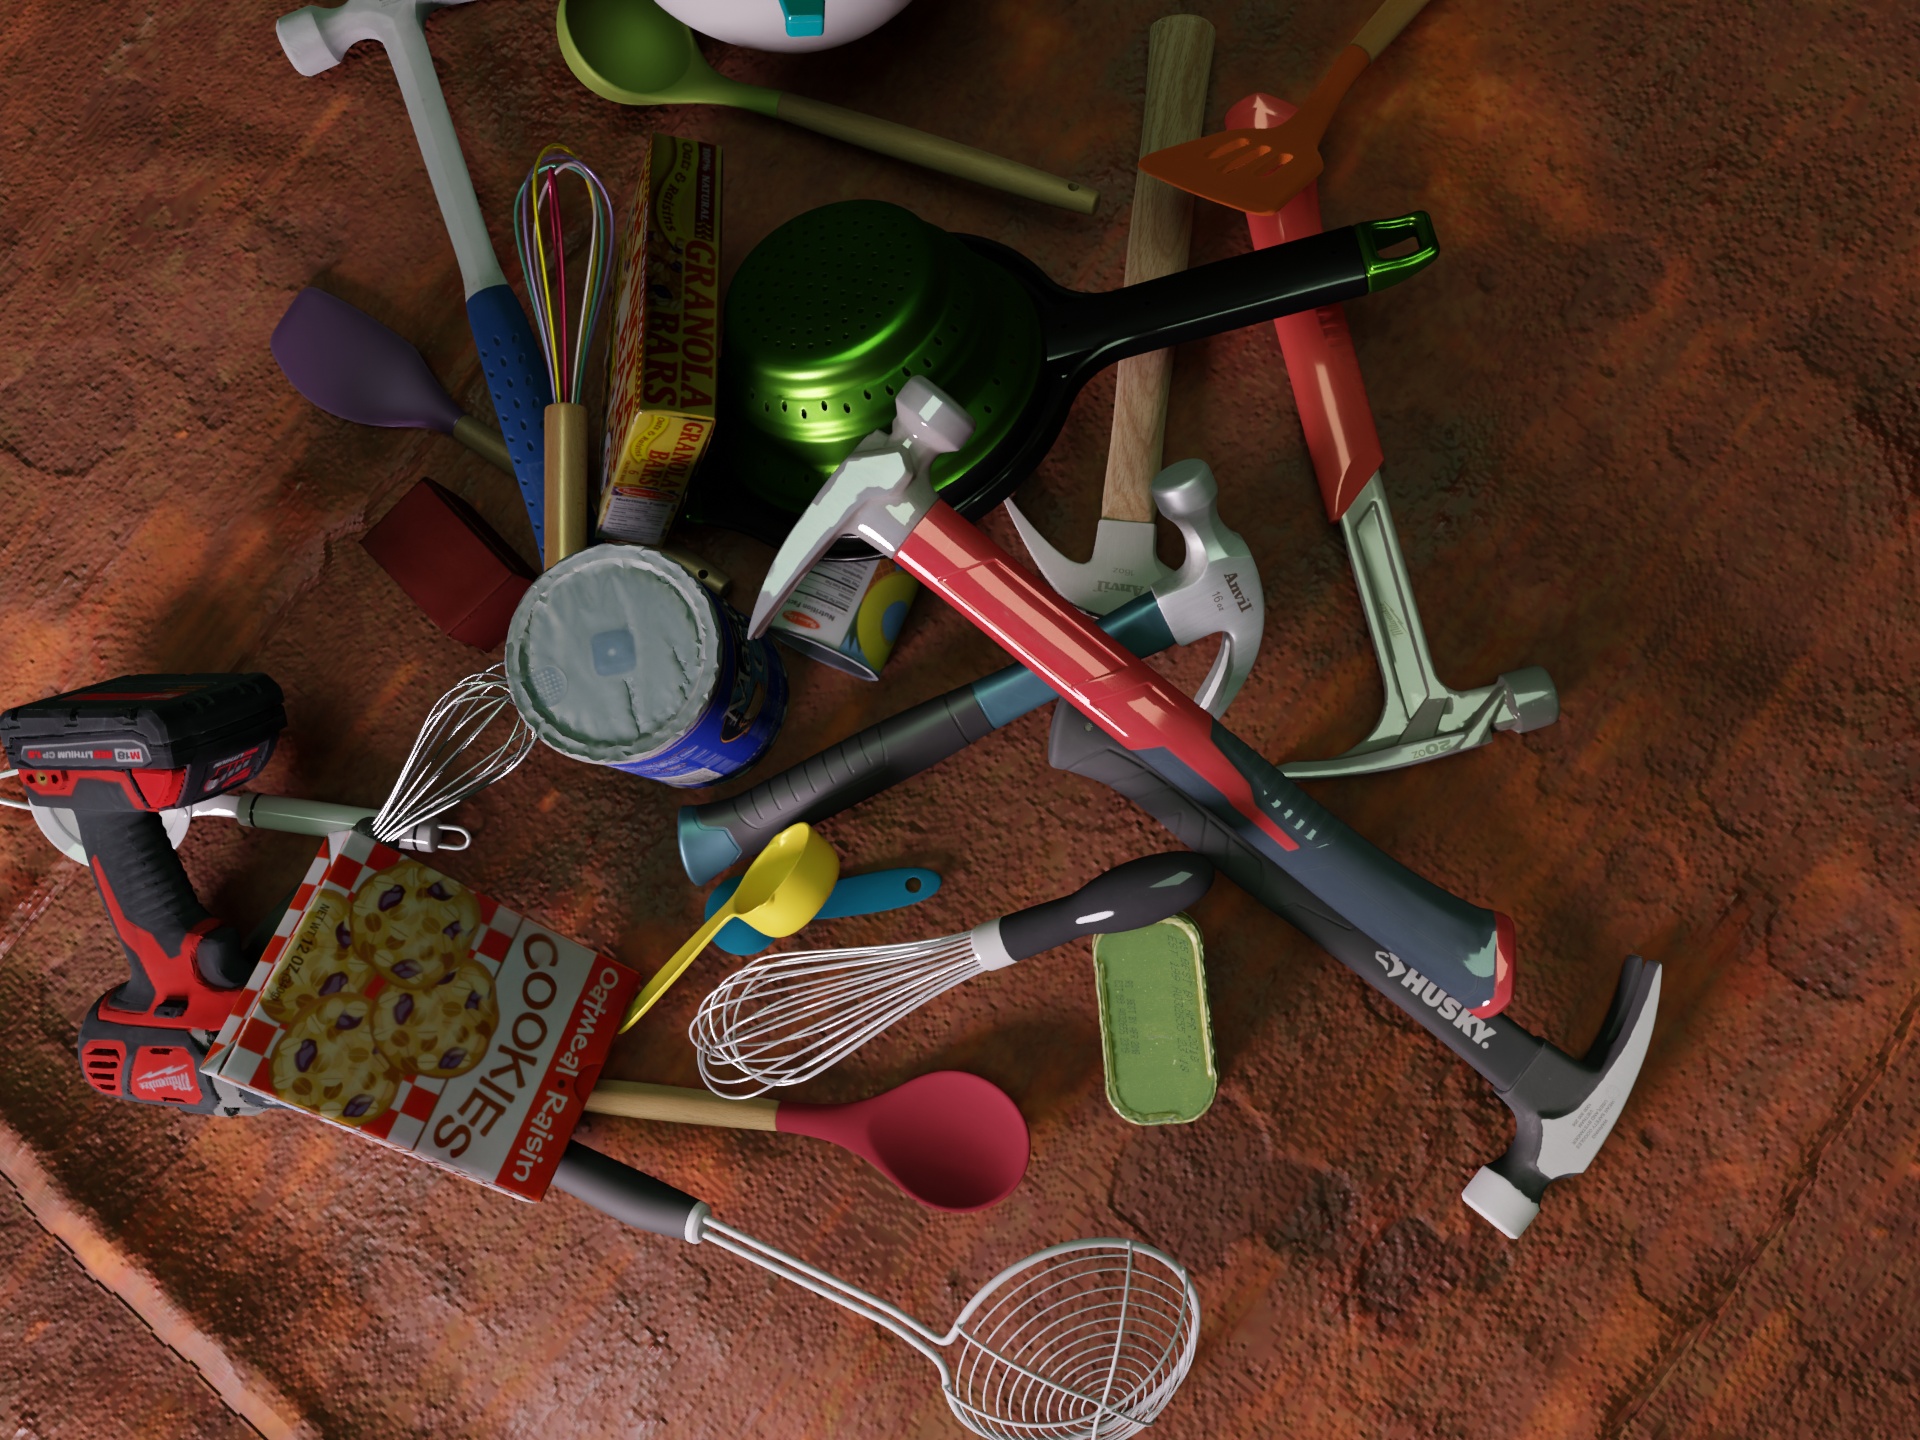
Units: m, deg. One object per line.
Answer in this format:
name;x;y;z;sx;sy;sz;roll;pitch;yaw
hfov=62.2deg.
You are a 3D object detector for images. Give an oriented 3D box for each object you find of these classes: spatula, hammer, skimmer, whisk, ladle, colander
spatula;-0.259;-0.149;0.886;0.316;0.018;0.060;31;88;11
hammer;0.180;0.088;0.765;0.335;0.035;0.146;38;89;1
hammer;-0.258;-0.246;0.877;0.144;0.035;0.406;-21;77;2
hammer;0.099;-0.215;0.844;0.130;0.031;0.331;6;83;7
skimmer;-0.064;0.260;0.796;0.363;0.090;0.127;18;114;20
hammer;0.186;-0.150;0.822;0.149;0.036;0.359;-14;81;5
whisk;-0.011;0.115;0.753;0.284;0.070;0.070;-23;80;21
ladle;-0.074;-0.334;0.857;0.320;0.062;0.078;22;64;13
whisk;-0.296;0.055;0.823;0.246;0.057;0.059;-41;61;19
hammer;0.087;0.018;0.728;0.386;0.038;0.143;39;97;-1
whisk;-0.206;-0.182;0.819;0.051;0.047;0.245;-1;80;-5
spatula;0.218;-0.364;0.818;0.081;0.041;0.322;33;75;29
colander;0.027;-0.205;0.772;0.397;0.094;0.205;-13;58;12
hammer;-0.001;-0.003;0.804;0.331;0.033;0.128;-26;117;10
ladle;-0.119;0.202;0.817;0.315;0.031;0.069;4;79;9

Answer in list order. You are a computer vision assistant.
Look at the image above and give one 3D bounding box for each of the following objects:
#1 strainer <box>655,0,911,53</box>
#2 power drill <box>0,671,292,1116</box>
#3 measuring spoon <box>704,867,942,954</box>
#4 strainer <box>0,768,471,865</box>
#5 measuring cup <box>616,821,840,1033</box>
strainer;-0.057;-0.461;0.862;0.211;0.095;0.340;34;62;14
power drill;-0.372;0.094;0.798;0.188;0.080;0.226;0;105;19
measuring spoon;-0.073;0.094;0.827;0.128;0.021;0.042;-11;81;7
strainer;-0.392;0.048;0.866;0.258;0.050;0.087;8;105;2
measuring cup;-0.117;0.114;0.803;0.029;0.062;0.156;39;109;-19
